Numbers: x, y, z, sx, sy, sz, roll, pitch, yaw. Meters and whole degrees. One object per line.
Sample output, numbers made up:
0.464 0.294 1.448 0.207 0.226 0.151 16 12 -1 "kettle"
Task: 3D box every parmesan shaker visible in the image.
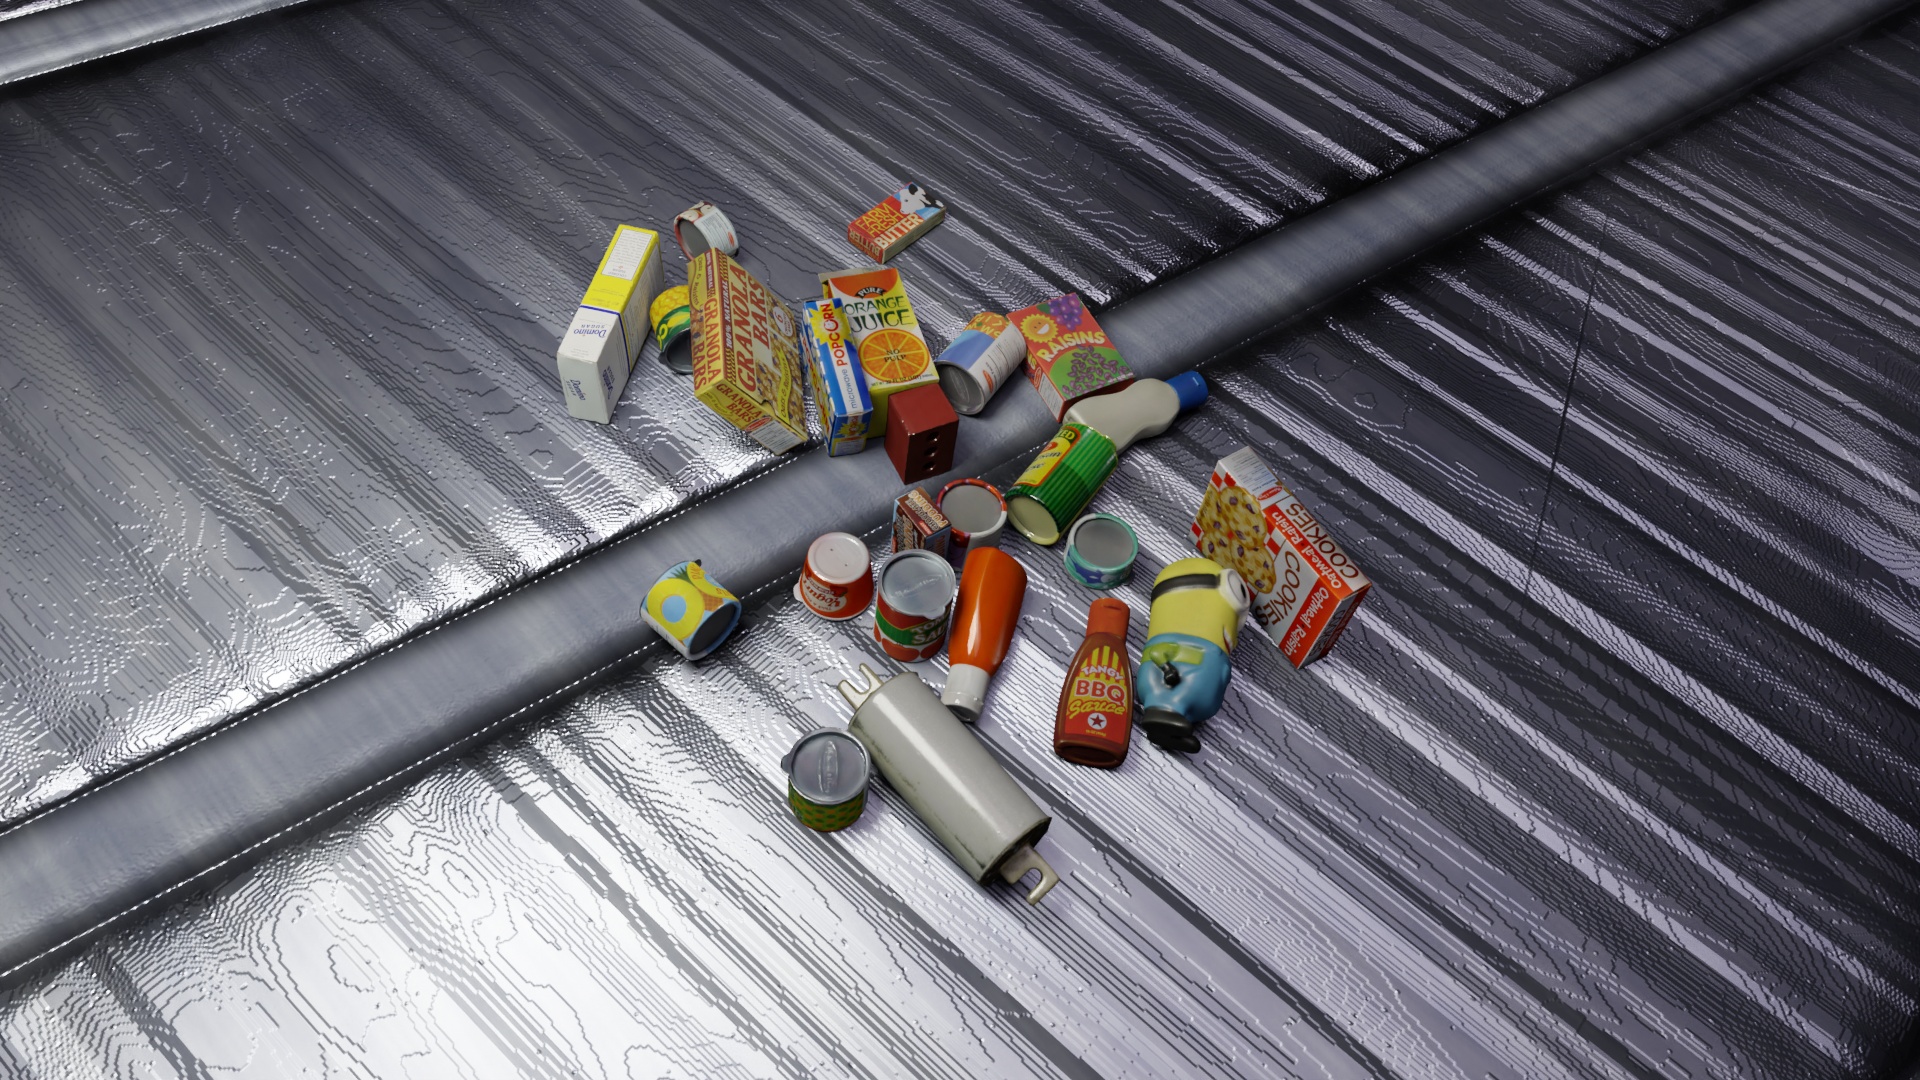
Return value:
0.094 -0.054 1.297 0.071 0.071 0.103 32 58 14 "parmesan shaker"

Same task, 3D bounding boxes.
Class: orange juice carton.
-0.084 -0.201 1.374 0.072 0.072 0.193 -11 58 -14 "orange juice carton"

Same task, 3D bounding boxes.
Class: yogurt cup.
-0.108 0.029 1.226 0.072 0.053 0.073 4 56 -6 "yogurt cup"

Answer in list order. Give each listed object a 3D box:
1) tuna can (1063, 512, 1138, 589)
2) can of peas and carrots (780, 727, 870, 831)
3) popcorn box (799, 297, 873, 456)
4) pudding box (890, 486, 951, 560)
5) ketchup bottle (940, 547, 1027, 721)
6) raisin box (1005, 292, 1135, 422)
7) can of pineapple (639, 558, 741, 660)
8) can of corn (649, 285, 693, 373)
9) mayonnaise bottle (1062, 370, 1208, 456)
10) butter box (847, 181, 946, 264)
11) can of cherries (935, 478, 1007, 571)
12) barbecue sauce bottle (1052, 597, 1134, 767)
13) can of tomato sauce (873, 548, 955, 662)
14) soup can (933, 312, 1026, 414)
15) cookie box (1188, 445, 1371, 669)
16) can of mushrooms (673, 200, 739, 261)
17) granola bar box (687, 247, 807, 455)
0.132 0.011 1.281 0.071 0.032 0.071 3 56 -5 "tuna can"
-0.108 0.192 1.112 0.071 0.058 0.071 3 56 -4 "can of peas and carrots"
-0.119 -0.154 1.318 0.038 0.085 0.127 -12 69 -14 "popcorn box"
-0.036 -0.004 1.239 0.030 0.083 0.050 -28 64 -23 "pudding box"
0.017 0.082 1.204 0.043 0.064 0.149 -10 52 38 "ketchup bottle"
0.108 -0.187 1.410 0.086 0.040 0.124 -21 62 -19 "raisin box"
-0.228 0.058 1.182 0.058 0.070 0.071 38 60 17 "can of pineapple"
-0.268 -0.206 1.358 0.071 0.070 0.058 -15 58 -16 "can of corn"
0.177 -0.127 1.376 0.148 0.041 0.065 -24 73 -23 "mayonnaise bottle"
-0.069 -0.344 1.502 0.053 0.024 0.104 39 60 17 "butter box"
0.005 -0.016 1.268 0.071 0.058 0.072 4 56 -5 "can of cherries"
0.120 0.120 1.199 0.065 0.043 0.149 12 55 2 "barbecue sauce bottle"
-0.039 0.059 1.197 0.071 0.082 0.071 3 56 -5 "can of tomato sauce"
0.015 -0.176 1.375 0.071 0.071 0.084 30 57 13 "soup can"
0.282 0.016 1.242 0.040 0.122 0.168 -26 63 -21 "cookie box"
-0.263 -0.313 1.433 0.071 0.070 0.033 39 61 18 "can of mushrooms"
-0.202 -0.179 1.316 0.039 0.124 0.166 -25 54 22 "granola bar box"
